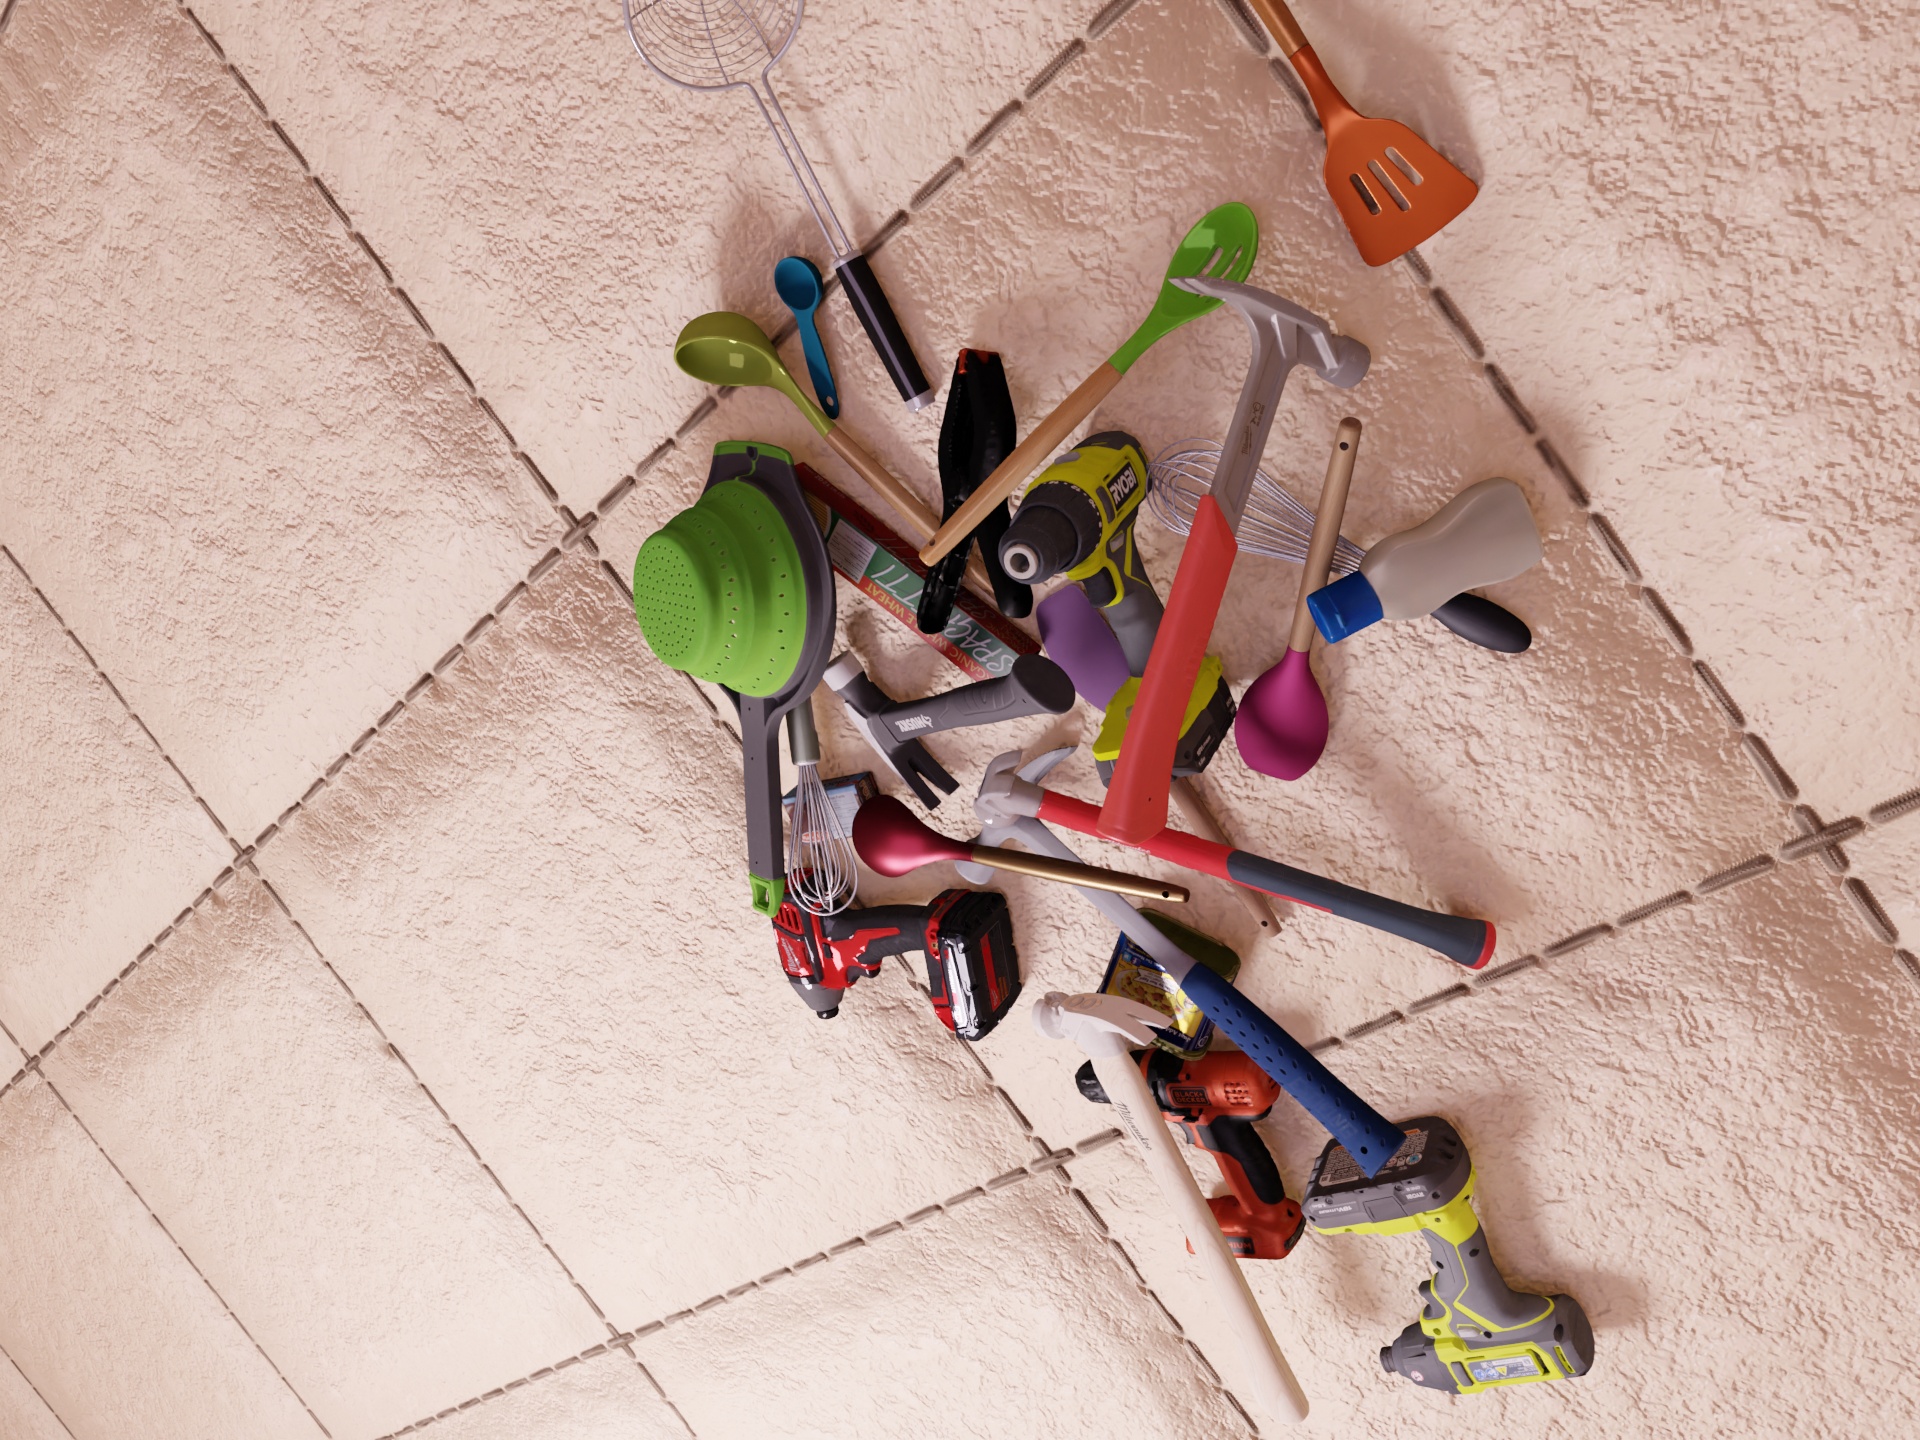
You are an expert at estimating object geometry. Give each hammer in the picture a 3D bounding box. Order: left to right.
[{"bbox_3d":[-0.002,-0.004,1.177,0.146,0.035,0.335,54,159,-10],"label":"hammer"},{"bbox_3d":[0.168,0.181,1.204,0.406,0.035,0.144,42,116,25],"label":"hammer"},{"bbox_3d":[0.148,-0.095,1.023,0.037,0.149,0.359,27,101,62],"label":"hammer"},{"bbox_3d":[0.192,0.397,1.272,0.146,0.038,0.410,-6,114,59],"label":"hammer"},{"bbox_3d":[0.200,0.102,1.133,0.386,0.143,0.038,18,78,-1],"label":"hammer"}]

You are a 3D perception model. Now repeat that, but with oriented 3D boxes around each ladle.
[{"bbox_3d":[-0.089,-0.195,1.222,0.320,0.062,0.078,43,159,-2],"label":"ladle"},{"bbox_3d":[0.035,0.110,1.253,0.315,0.031,0.069,8,101,32],"label":"ladle"}]

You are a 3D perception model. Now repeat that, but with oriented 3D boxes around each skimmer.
[{"bbox_3d":[-0.110,-0.384,1.126,0.127,0.090,0.363,-27,102,3],"label":"skimmer"}]

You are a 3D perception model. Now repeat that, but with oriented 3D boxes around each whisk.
[{"bbox_3d":[-0.128,0.042,1.337,0.059,0.058,0.246,-8,93,-3],"label":"whisk"},{"bbox_3d":[0.254,-0.114,1.082,0.284,0.070,0.070,27,123,10],"label":"whisk"}]

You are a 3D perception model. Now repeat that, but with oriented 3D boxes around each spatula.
[{"bbox_3d":[0.156,0.036,1.225,0.060,0.018,0.316,-32,94,36],"label":"spatula"},{"bbox_3d":[0.198,-0.433,0.982,0.081,0.041,0.322,-32,91,35],"label":"spatula"}]

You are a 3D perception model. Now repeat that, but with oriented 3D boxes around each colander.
[{"bbox_3d":[-0.193,-0.021,1.279,0.205,0.094,0.397,16,112,47],"label":"colander"}]

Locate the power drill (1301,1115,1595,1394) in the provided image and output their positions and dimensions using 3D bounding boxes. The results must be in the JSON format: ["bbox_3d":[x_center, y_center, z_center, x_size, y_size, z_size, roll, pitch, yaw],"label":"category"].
[{"bbox_3d":[0.373,0.435,1.264,0.171,0.080,0.223,-25,103,34],"label":"power drill"}]

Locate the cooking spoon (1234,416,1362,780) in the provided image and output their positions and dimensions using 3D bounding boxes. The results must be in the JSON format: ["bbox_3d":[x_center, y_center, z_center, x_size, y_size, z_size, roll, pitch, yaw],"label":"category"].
[{"bbox_3d":[0.235,-0.070,1.084,0.069,0.017,0.318,19,137,17],"label":"cooking spoon"}]

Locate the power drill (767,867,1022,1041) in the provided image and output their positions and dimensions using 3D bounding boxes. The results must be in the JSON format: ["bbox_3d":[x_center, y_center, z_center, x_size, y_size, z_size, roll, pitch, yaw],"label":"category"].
[{"bbox_3d":[-0.064,0.208,1.391,0.220,0.078,0.143,3,114,30],"label":"power drill"}]

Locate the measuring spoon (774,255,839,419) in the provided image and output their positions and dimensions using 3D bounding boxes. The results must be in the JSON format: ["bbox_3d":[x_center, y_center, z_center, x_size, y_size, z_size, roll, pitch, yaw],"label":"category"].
[{"bbox_3d":[-0.109,-0.294,1.217,0.042,0.021,0.128,9,126,36],"label":"measuring spoon"}]

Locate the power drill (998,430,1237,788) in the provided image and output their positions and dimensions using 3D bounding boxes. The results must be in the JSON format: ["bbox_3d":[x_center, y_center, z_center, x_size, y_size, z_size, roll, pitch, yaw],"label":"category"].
[{"bbox_3d":[0.105,-0.071,1.102,0.080,0.191,0.228,-13,110,31],"label":"power drill"}]

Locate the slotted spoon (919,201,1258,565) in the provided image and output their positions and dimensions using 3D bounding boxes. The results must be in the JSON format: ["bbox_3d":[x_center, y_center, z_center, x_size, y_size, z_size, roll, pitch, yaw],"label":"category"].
[{"bbox_3d":[0.084,-0.218,1.066,0.313,0.031,0.070,-45,46,11],"label":"slotted spoon"}]

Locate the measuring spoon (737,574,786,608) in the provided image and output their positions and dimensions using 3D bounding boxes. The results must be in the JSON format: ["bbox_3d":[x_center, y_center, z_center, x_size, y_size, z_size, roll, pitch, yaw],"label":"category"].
[{"bbox_3d":[-0.146,-0.114,1.323,0.117,0.011,0.021,-19,103,37],"label":"measuring spoon"}]
